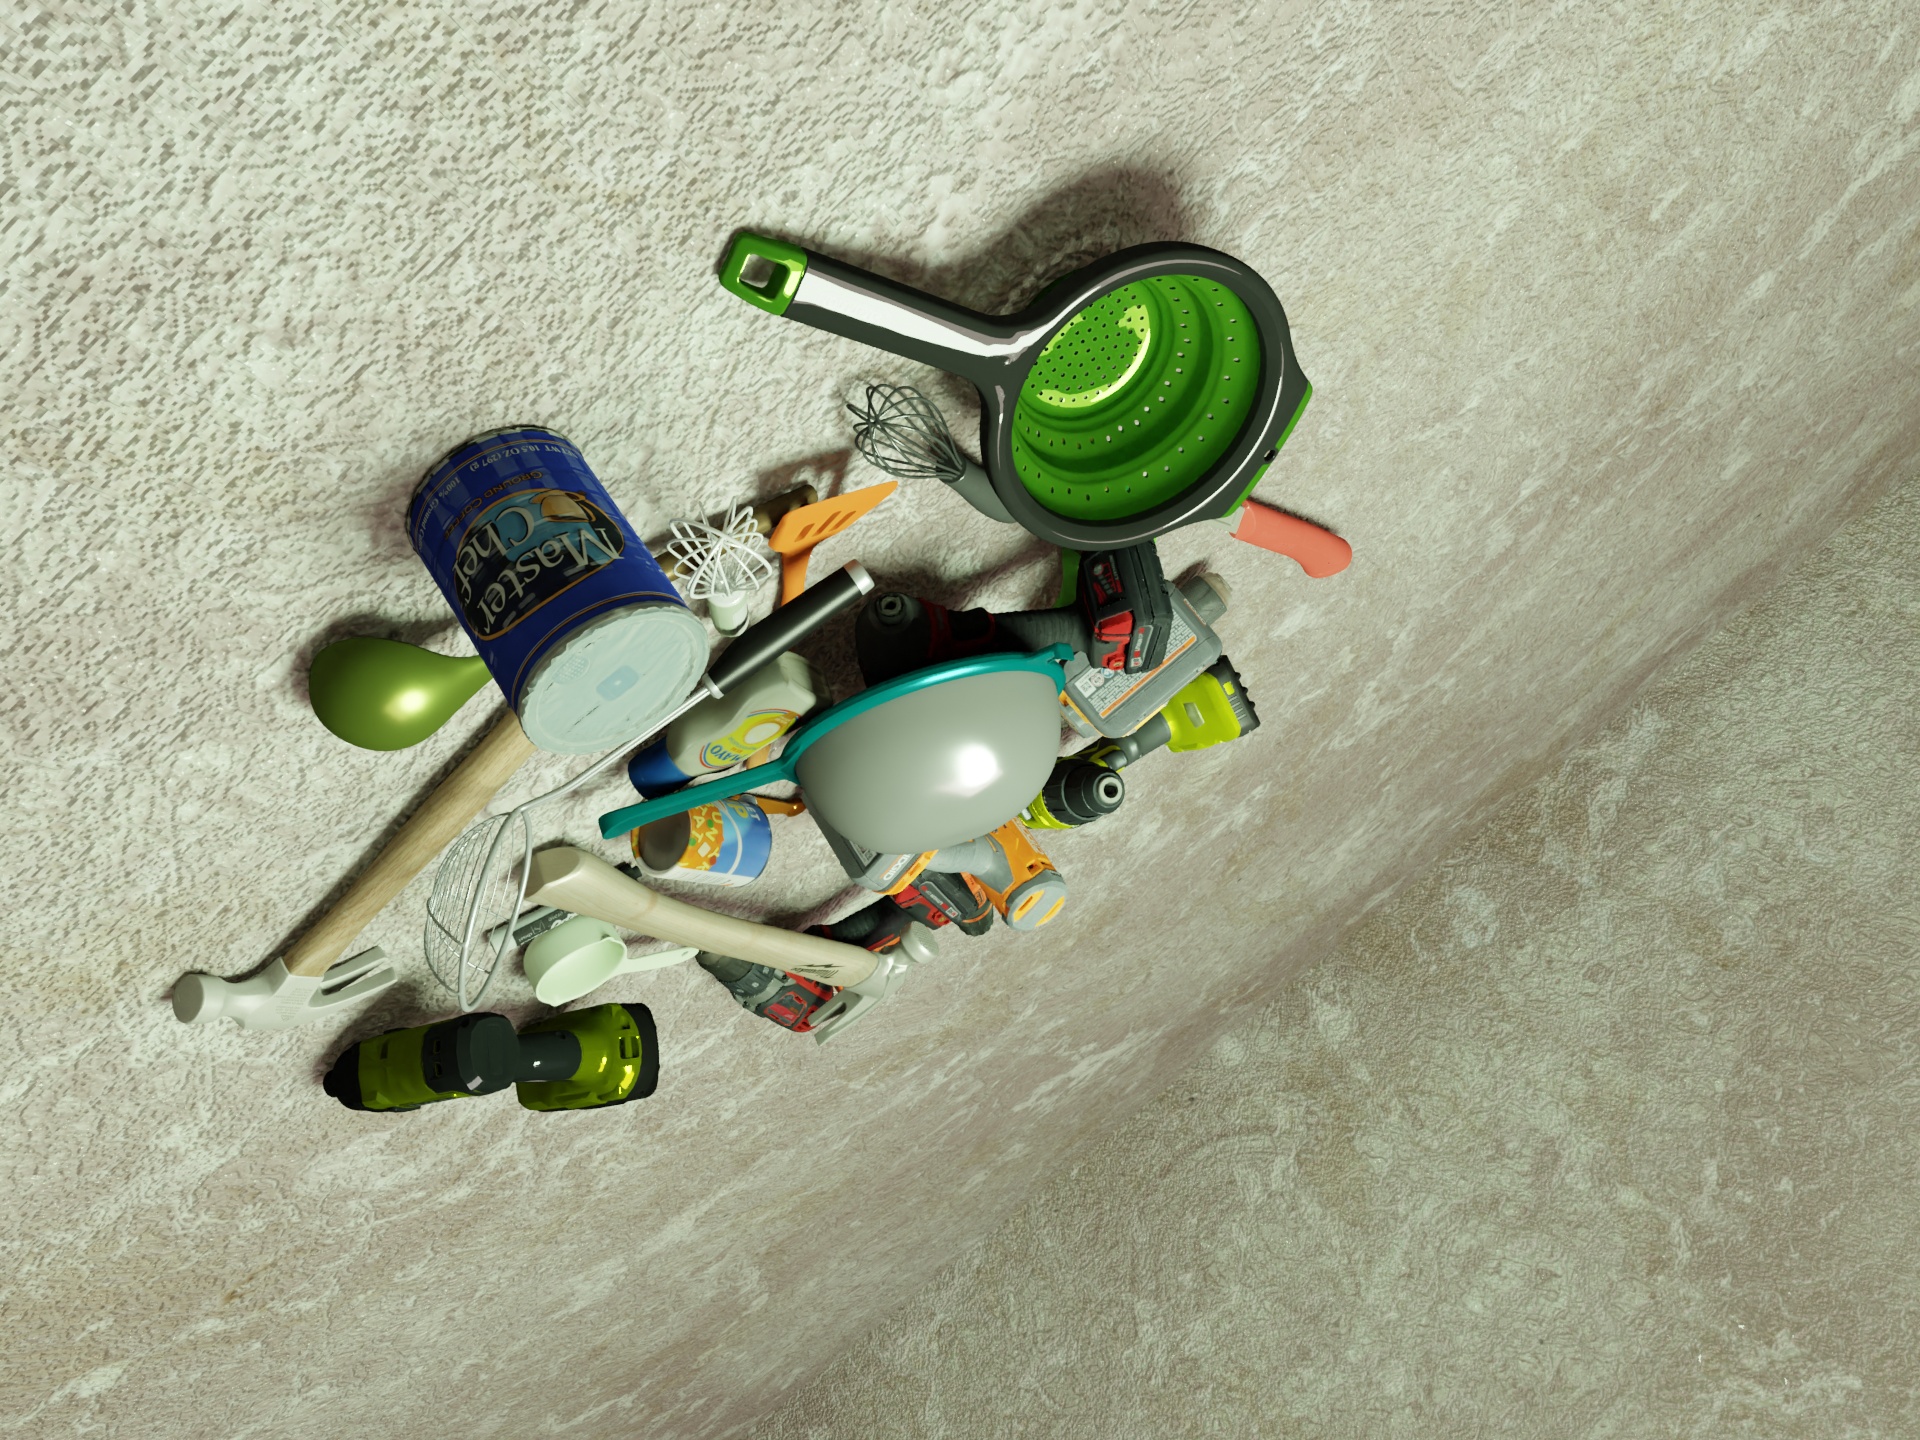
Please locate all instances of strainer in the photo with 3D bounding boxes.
[{"bbox_3d":[-0.073,0.056,1.100,0.340,0.095,0.211,-17,164,-12],"label":"strainer"}]

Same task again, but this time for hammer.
[{"bbox_3d":[0.261,-0.175,1.368,0.149,0.037,0.359,-49,152,23],"label":"hammer"},{"bbox_3d":[-0.348,0.083,1.013,0.331,0.031,0.130,-44,154,13],"label":"hammer"},{"bbox_3d":[-0.189,0.178,1.270,0.146,0.038,0.410,-42,142,17],"label":"hammer"}]

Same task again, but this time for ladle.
[{"bbox_3d":[-0.220,-0.074,0.921,0.320,0.062,0.078,-32,154,-27],"label":"ladle"}]

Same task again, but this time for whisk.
[{"bbox_3d":[-0.136,-0.079,0.920,0.246,0.059,0.058,133,-18,-81],"label":"whisk"},{"bbox_3d":[-0.008,-0.164,1.032,0.055,0.055,0.238,-44,159,12],"label":"whisk"}]

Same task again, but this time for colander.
[{"bbox_3d":[0.029,-0.227,0.942,0.396,0.095,0.204,10,124,-35],"label":"colander"}]

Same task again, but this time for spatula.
[{"bbox_3d":[-0.115,-0.052,1.080,0.081,0.041,0.322,-21,151,-30],"label":"spatula"}]

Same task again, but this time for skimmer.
[{"bbox_3d":[-0.188,0.038,0.999,0.363,0.090,0.127,-37,180,-4],"label":"skimmer"}]

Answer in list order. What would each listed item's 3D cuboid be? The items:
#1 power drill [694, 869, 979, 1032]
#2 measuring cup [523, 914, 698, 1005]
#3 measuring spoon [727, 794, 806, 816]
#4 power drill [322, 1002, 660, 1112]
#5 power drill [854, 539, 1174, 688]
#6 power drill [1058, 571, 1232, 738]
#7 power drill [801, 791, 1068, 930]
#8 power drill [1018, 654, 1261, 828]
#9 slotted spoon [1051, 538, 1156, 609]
[{"bbox_3d":[-0.116,0.179,1.415,0.226,0.080,0.187,-37,143,4],"label":"power drill"},{"bbox_3d":[-0.275,0.182,1.267,0.083,0.038,0.167,-49,154,23],"label":"measuring cup"},{"bbox_3d":[-0.163,0.064,1.250,0.021,0.011,0.116,-44,151,24],"label":"measuring spoon"},{"bbox_3d":[-0.355,0.262,1.218,0.171,0.080,0.223,-16,163,28],"label":"power drill"},{"bbox_3d":[0.033,-0.070,1.130,0.219,0.079,0.143,-12,160,-2],"label":"power drill"},{"bbox_3d":[0.158,-0.061,1.314,0.185,0.084,0.226,-40,178,2],"label":"power drill"},{"bbox_3d":[-0.022,0.087,1.326,0.084,0.164,0.226,-49,141,16],"label":"power drill"},{"bbox_3d":[0.156,0.027,1.444,0.228,0.080,0.190,-30,-173,-21],"label":"power drill"},{"bbox_3d":[0.064,-0.059,1.302,0.070,0.031,0.313,22,132,-14],"label":"slotted spoon"}]
